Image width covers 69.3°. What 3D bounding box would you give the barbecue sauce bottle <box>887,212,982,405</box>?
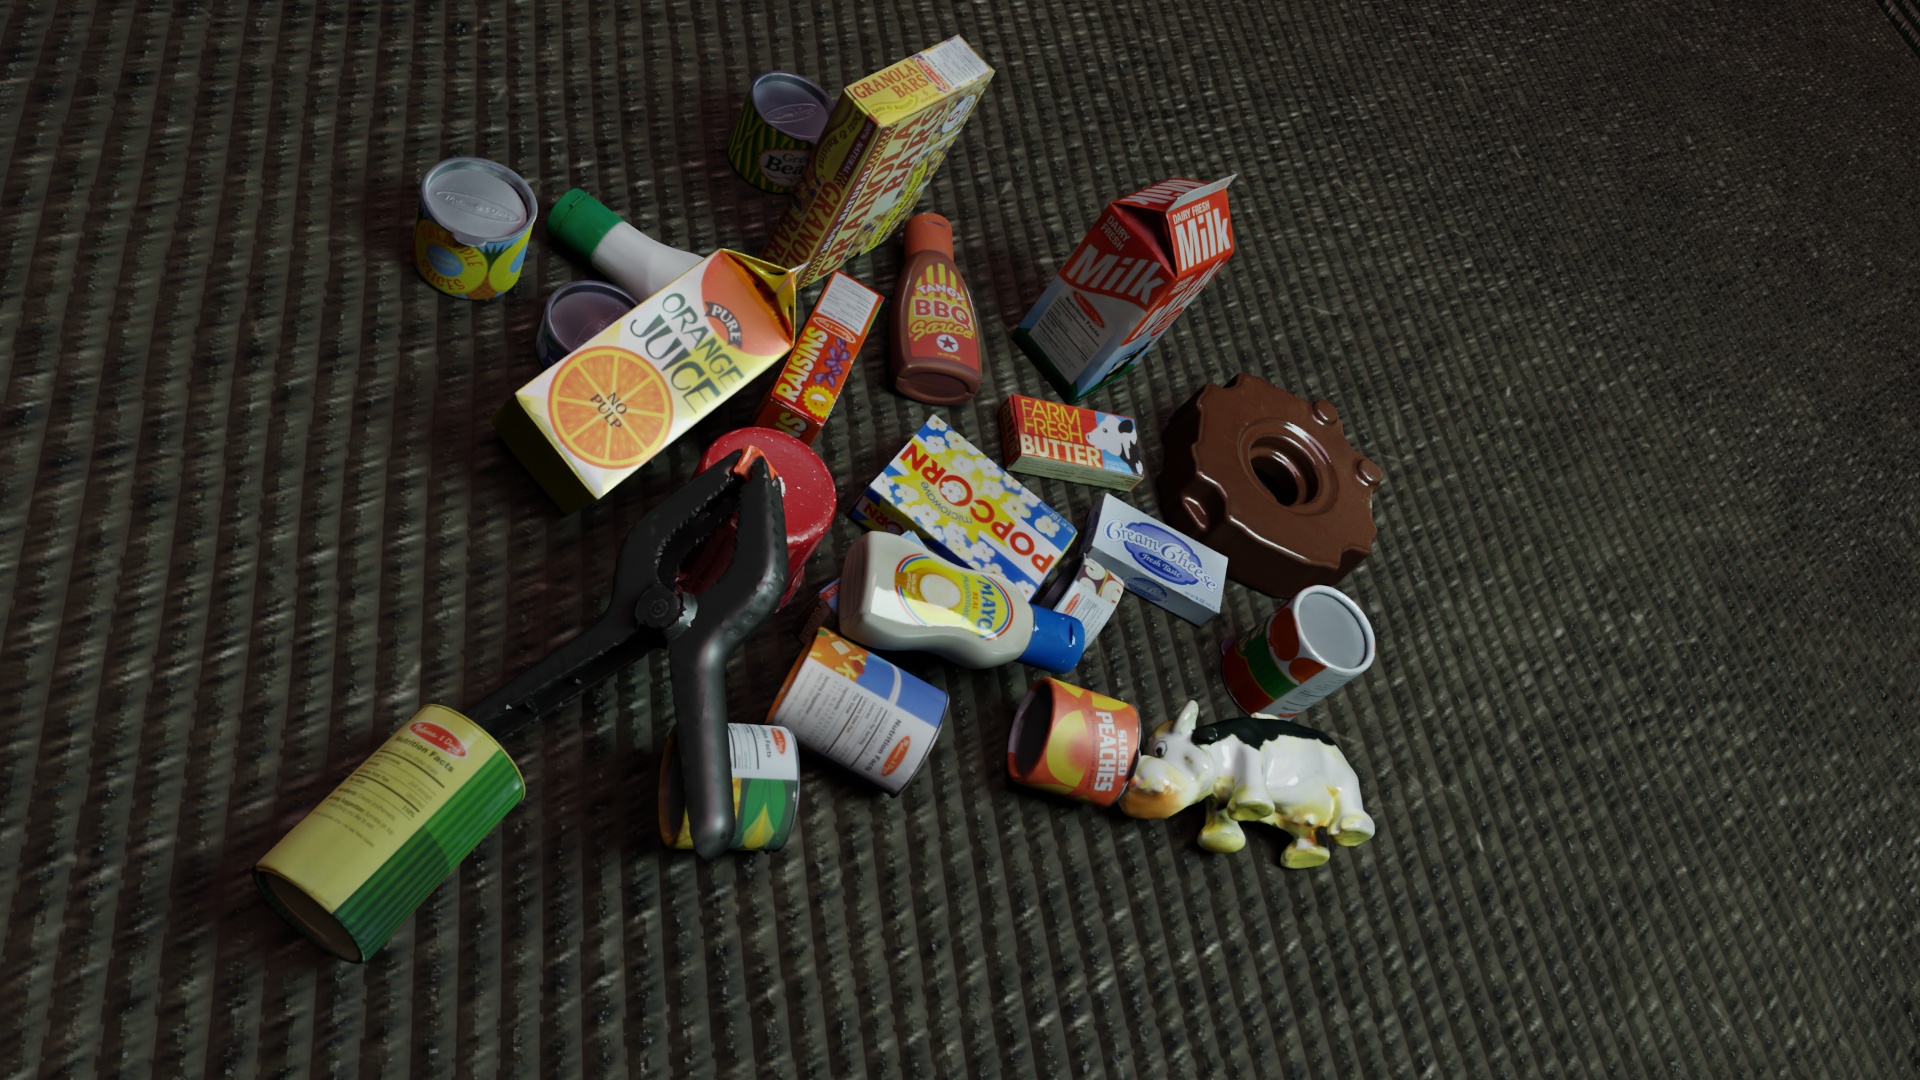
[{"bbox_3d":[-0.021,-0.167,0.988,0.065,0.043,0.149,10,55,-21],"label":"barbecue sauce bottle"}]

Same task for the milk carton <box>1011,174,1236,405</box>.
[{"bbox_3d":[0.122,-0.186,0.982,0.073,0.189,0.073,-31,78,-39],"label":"milk carton"}]

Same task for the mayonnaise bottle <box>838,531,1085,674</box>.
[{"bbox_3d":[0.003,0.043,0.806,0.148,0.041,0.065,18,58,-26],"label":"mayonnaise bottle"}]

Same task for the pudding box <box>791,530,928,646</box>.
[{"bbox_3d":[-0.057,0.032,0.832,0.030,0.049,0.084,50,50,6],"label":"pudding box"}]

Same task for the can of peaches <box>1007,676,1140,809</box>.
[{"bbox_3d":[0.067,0.120,0.828,0.058,0.071,0.071,20,52,-15],"label":"can of peaches"}]

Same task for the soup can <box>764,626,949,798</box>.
[{"bbox_3d":[-0.058,0.095,0.781,0.084,0.071,0.072,30,50,-8],"label":"soup can"}]

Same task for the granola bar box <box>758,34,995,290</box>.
[{"bbox_3d":[-0.058,-0.254,0.946,0.039,0.164,0.125,46,50,4],"label":"granola bar box"}]

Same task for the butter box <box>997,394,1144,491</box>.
[{"bbox_3d":[0.079,-0.069,0.990,0.103,0.024,0.053,9,57,-23],"label":"butter box"}]

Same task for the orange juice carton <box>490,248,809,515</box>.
[{"bbox_3d":[-0.169,-0.103,0.809,0.193,0.071,0.073,-43,104,-27],"label":"orange juice carton"}]

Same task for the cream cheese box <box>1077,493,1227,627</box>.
[{"bbox_3d":[0.134,0.014,0.965,0.104,0.024,0.054,27,49,-11],"label":"cream cheese box"}]

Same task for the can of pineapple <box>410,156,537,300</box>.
[{"bbox_3d":[-0.297,-0.187,0.842,0.071,0.057,0.071,14,54,-20],"label":"can of pineapple"}]

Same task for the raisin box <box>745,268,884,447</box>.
[{"bbox_3d":[-0.098,-0.099,0.873,0.040,0.085,0.124,29,50,-12],"label":"raisin box"}]

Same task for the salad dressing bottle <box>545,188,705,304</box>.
[{"bbox_3d":[-0.197,-0.169,0.894,0.147,0.043,0.064,37,58,-1],"label":"salad dressing bottle"}]

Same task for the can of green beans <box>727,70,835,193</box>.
[{"bbox_3d":[-0.129,-0.294,1.004,0.071,0.057,0.071,14,54,-20],"label":"can of green beans"}]

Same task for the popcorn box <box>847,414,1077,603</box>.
[{"bbox_3d":[0.003,-0.011,0.901,0.127,0.038,0.085,39,50,0],"label":"popcorn box"}]

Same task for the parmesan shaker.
[{"bbox_3d":[-0.265,0.134,0.643,0.071,0.071,0.103,39,50,0],"label":"parmesan shaker"}]

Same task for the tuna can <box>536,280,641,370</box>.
[{"bbox_3d":[-0.223,-0.123,0.856,0.071,0.032,0.071,14,54,-20],"label":"tuna can"}]

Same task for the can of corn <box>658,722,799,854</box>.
[{"bbox_3d":[-0.122,0.130,0.724,0.058,0.070,0.071,7,57,-24],"label":"can of corn"}]

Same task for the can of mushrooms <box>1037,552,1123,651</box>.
[{"bbox_3d":[0.073,0.043,0.886,0.033,0.070,0.071,34,50,-4],"label":"can of mushrooms"}]

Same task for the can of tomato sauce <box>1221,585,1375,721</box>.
[{"bbox_3d":[0.226,0.076,0.935,0.071,0.082,0.071,14,54,-21],"label":"can of tomato sauce"}]
